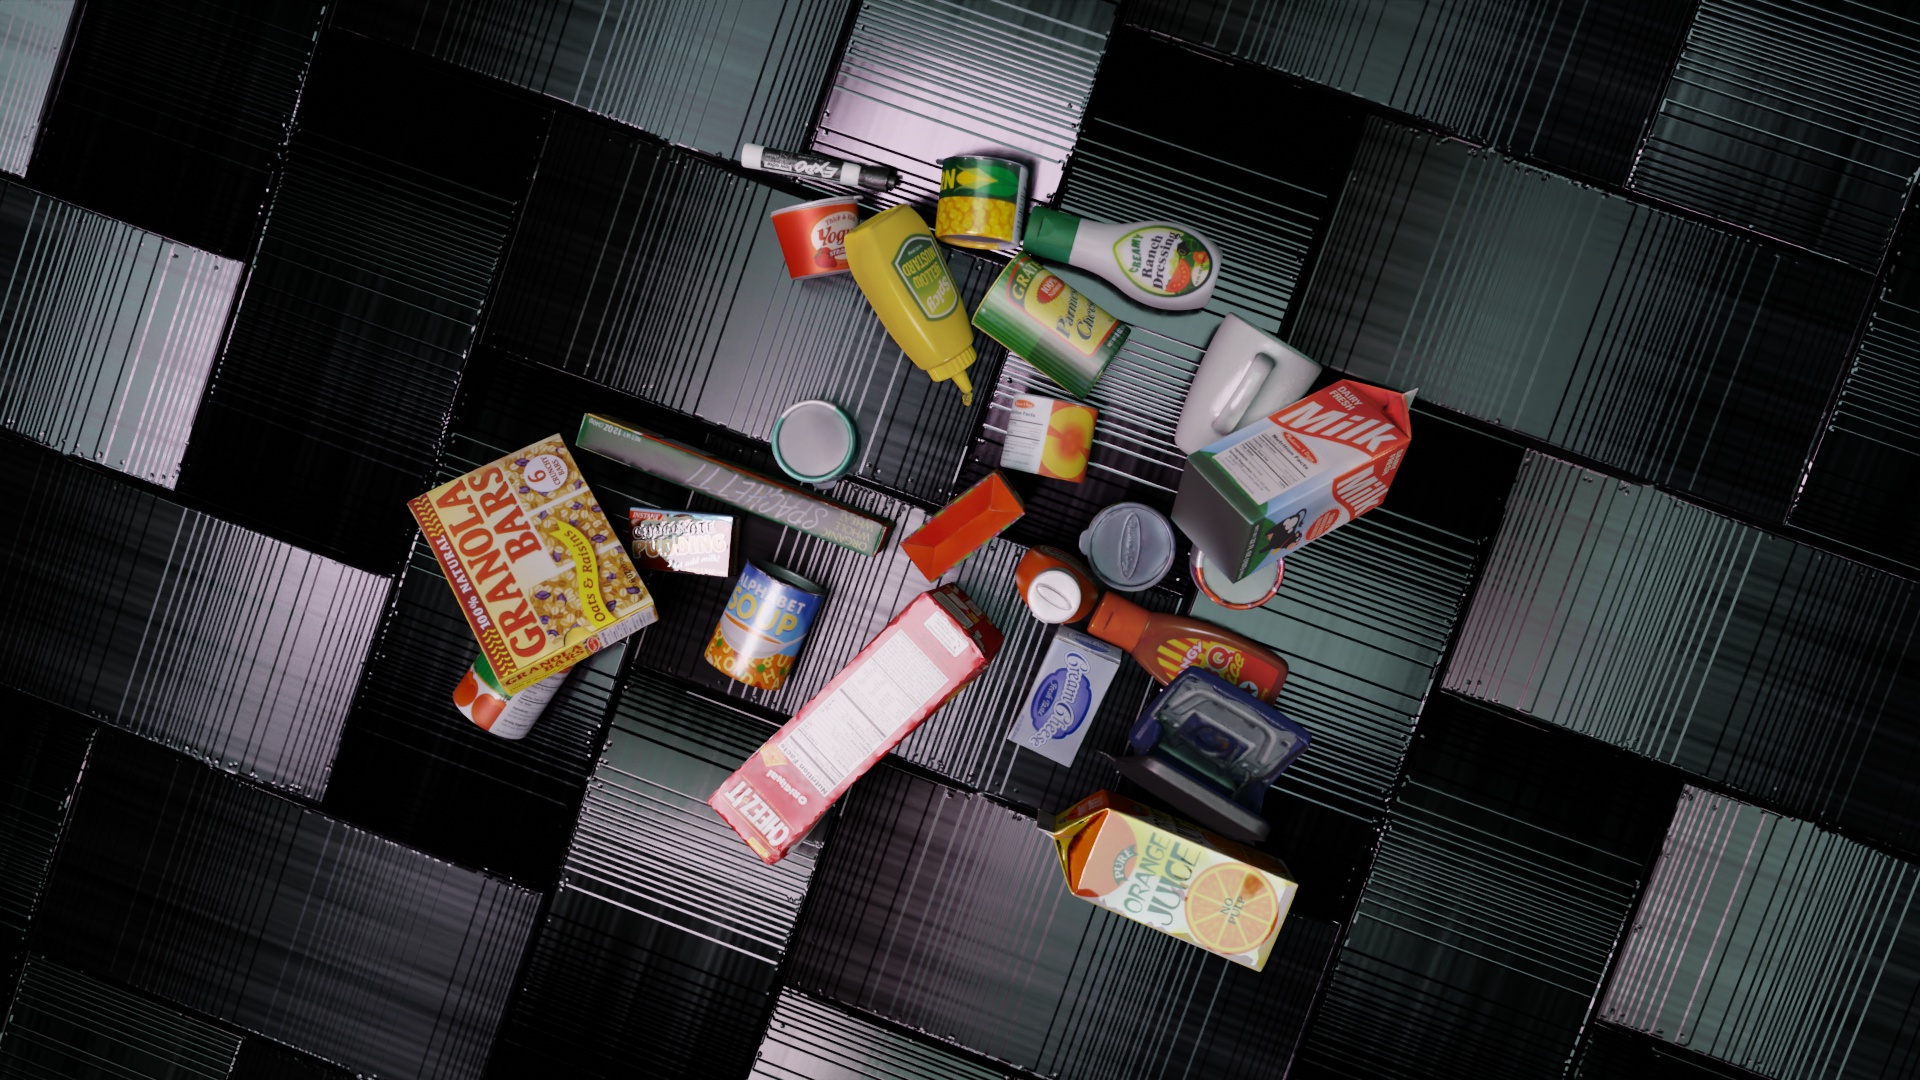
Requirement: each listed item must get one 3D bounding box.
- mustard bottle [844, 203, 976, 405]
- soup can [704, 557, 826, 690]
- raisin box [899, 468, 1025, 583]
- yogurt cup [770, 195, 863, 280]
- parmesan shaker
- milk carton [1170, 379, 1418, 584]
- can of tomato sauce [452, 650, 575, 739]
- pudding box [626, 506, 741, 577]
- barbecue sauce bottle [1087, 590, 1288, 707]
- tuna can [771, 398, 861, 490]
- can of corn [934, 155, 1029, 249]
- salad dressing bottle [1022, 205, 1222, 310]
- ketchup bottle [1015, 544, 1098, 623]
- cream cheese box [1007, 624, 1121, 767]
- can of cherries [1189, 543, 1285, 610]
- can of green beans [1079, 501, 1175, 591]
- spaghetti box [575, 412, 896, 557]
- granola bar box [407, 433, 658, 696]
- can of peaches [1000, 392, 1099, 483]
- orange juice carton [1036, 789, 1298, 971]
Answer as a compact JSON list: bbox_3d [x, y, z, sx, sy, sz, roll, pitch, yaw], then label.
[{"bbox_3d":[-0.026,-0.173,1.053,0.065,0.048,0.160,-44,113,-34],"label":"mustard bottle"},{"bbox_3d":[-0.151,0.064,1.067,0.071,0.071,0.083,25,94,3],"label":"soup can"},{"bbox_3d":[0.004,-0.013,1.027,0.086,0.123,0.040,-38,91,5],"label":"raisin box"},{"bbox_3d":[-0.107,-0.229,1.059,0.072,0.072,0.054,-9,100,4],"label":"yogurt cup"},{"bbox_3d":[0.070,-0.163,1.049,0.103,0.071,0.071,35,94,2],"label":"parmesan shaker"},{"bbox_3d":[0.253,-0.052,1.004,0.191,0.072,0.073,-26,57,-21],"label":"milk carton"},{"bbox_3d":[-0.346,0.102,1.085,0.071,0.071,0.083,36,95,2],"label":"can of tomato sauce"},{"bbox_3d":[-0.217,0.001,1.090,0.084,0.030,0.049,6,91,4],"label":"pudding box"},{"bbox_3d":[0.170,0.087,1.059,0.148,0.044,0.064,27,101,3],"label":"barbecue sauce bottle"},{"bbox_3d":[-0.112,-0.074,1.079,0.071,0.033,0.071,0,91,4],"label":"tuna can"},{"bbox_3d":[0.013,-0.254,1.048,0.071,0.071,0.058,7,93,4],"label":"can of corn"},{"bbox_3d":[0.122,-0.217,1.053,0.148,0.044,0.064,16,92,4],"label":"salad dressing bottle"},{"bbox_3d":[0.069,0.035,1.012,0.065,0.149,0.043,33,96,2],"label":"ketchup bottle"},{"bbox_3d":[0.079,0.119,1.059,0.053,0.024,0.103,23,115,2],"label":"cream cheese box"},{"bbox_3d":[0.210,0.019,1.047,0.071,0.058,0.071,0,92,4],"label":"can of cherries"},{"bbox_3d":[0.128,0.003,1.052,0.071,0.058,0.071,0,92,4],"label":"can of green beans"},{"bbox_3d":[-0.173,-0.044,1.075,0.250,0.050,0.028,21,96,3],"label":"spaghetti box"},{"bbox_3d":[-0.322,0.015,1.050,0.124,0.039,0.166,-28,72,-17],"label":"granola bar box"},{"bbox_3d":[0.069,-0.077,1.051,0.071,0.071,0.058,12,93,4],"label":"can of peaches"},{"bbox_3d":[0.147,0.247,1.052,0.193,0.072,0.073,22,93,3],"label":"orange juice carton"}]
